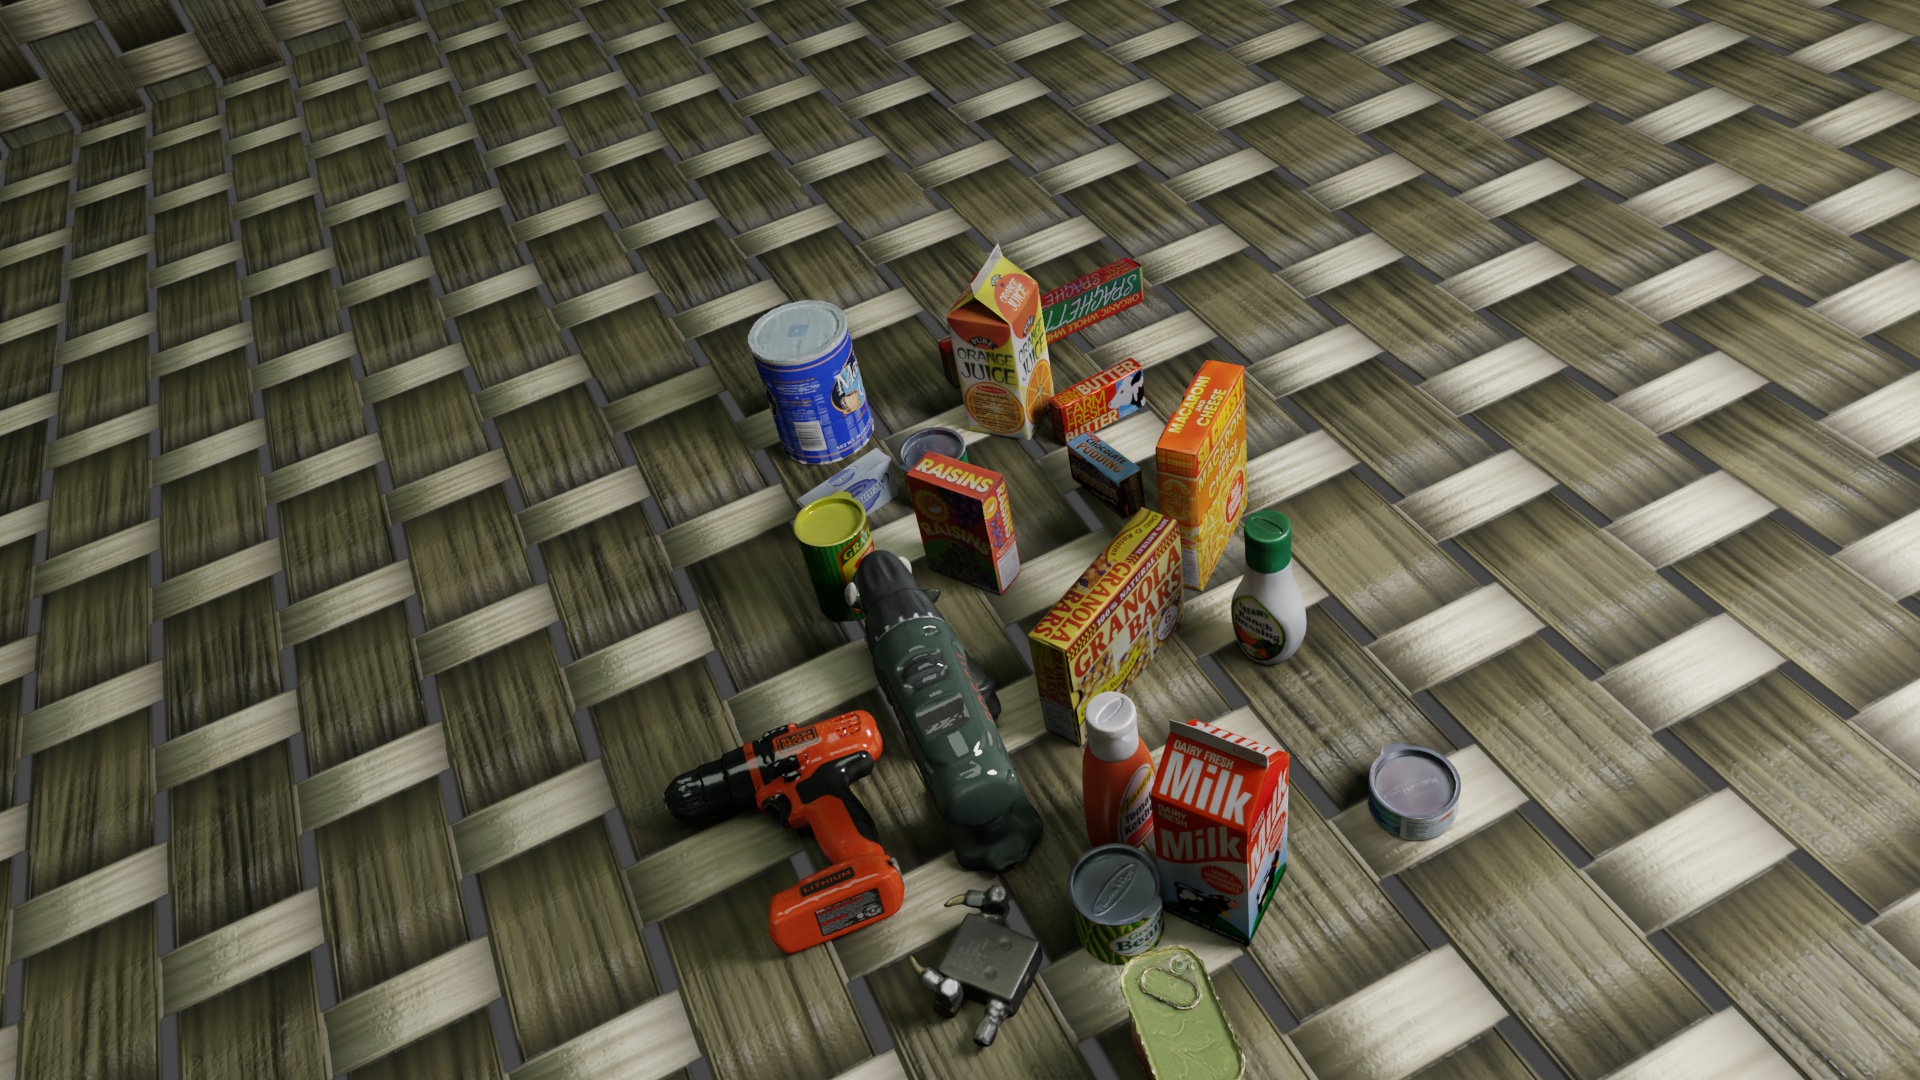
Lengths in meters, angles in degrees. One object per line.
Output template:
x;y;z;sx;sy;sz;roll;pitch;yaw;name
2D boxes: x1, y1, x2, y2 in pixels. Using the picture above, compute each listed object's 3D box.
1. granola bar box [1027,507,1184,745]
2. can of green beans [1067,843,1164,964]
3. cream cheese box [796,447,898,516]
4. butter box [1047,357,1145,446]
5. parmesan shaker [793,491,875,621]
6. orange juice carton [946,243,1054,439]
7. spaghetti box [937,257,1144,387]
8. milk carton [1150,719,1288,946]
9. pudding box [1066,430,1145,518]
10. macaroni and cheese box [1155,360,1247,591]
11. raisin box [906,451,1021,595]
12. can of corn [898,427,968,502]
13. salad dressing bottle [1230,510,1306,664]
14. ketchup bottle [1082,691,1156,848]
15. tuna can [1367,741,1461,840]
0.126;0.071;1.152;0.039;0.123;0.166;23;54;32;granola bar box
0.113;0.263;1.005;0.071;0.057;0.071;-7;44;6;can of green beans
-0.111;-0.043;1.375;0.104;0.053;0.024;-35;48;-22;cream cheese box
0.140;-0.142;1.419;0.104;0.052;0.024;-27;45;-15;butter box
-0.108;0.016;1.278;0.071;0.102;0.072;-7;44;7;parmesan shaker
0.039;-0.199;1.401;0.073;0.191;0.072;11;49;23;orange juice carton
0.092;-0.243;1.536;0.251;0.050;0.029;-26;45;-14;spaghetti box
0.181;0.193;0.965;0.072;0.189;0.074;17;51;28;milk carton
0.141;-0.065;1.343;0.030;0.049;0.084;-31;46;-18;pudding box
0.215;-0.057;1.233;0.040;0.165;0.124;14;50;25;macaroni and cheese box
0.005;-0.016;1.270;0.086;0.122;0.040;20;53;30;raisin box
-0.026;-0.068;1.378;0.071;0.058;0.071;-7;44;6;can of corn
0.252;0.039;1.139;0.064;0.147;0.044;30;58;36;salad dressing bottle
0.116;0.172;1.032;0.043;0.148;0.065;27;56;34;ketchup bottle
0.340;0.189;1.048;0.071;0.032;0.071;-7;44;6;tuna can
